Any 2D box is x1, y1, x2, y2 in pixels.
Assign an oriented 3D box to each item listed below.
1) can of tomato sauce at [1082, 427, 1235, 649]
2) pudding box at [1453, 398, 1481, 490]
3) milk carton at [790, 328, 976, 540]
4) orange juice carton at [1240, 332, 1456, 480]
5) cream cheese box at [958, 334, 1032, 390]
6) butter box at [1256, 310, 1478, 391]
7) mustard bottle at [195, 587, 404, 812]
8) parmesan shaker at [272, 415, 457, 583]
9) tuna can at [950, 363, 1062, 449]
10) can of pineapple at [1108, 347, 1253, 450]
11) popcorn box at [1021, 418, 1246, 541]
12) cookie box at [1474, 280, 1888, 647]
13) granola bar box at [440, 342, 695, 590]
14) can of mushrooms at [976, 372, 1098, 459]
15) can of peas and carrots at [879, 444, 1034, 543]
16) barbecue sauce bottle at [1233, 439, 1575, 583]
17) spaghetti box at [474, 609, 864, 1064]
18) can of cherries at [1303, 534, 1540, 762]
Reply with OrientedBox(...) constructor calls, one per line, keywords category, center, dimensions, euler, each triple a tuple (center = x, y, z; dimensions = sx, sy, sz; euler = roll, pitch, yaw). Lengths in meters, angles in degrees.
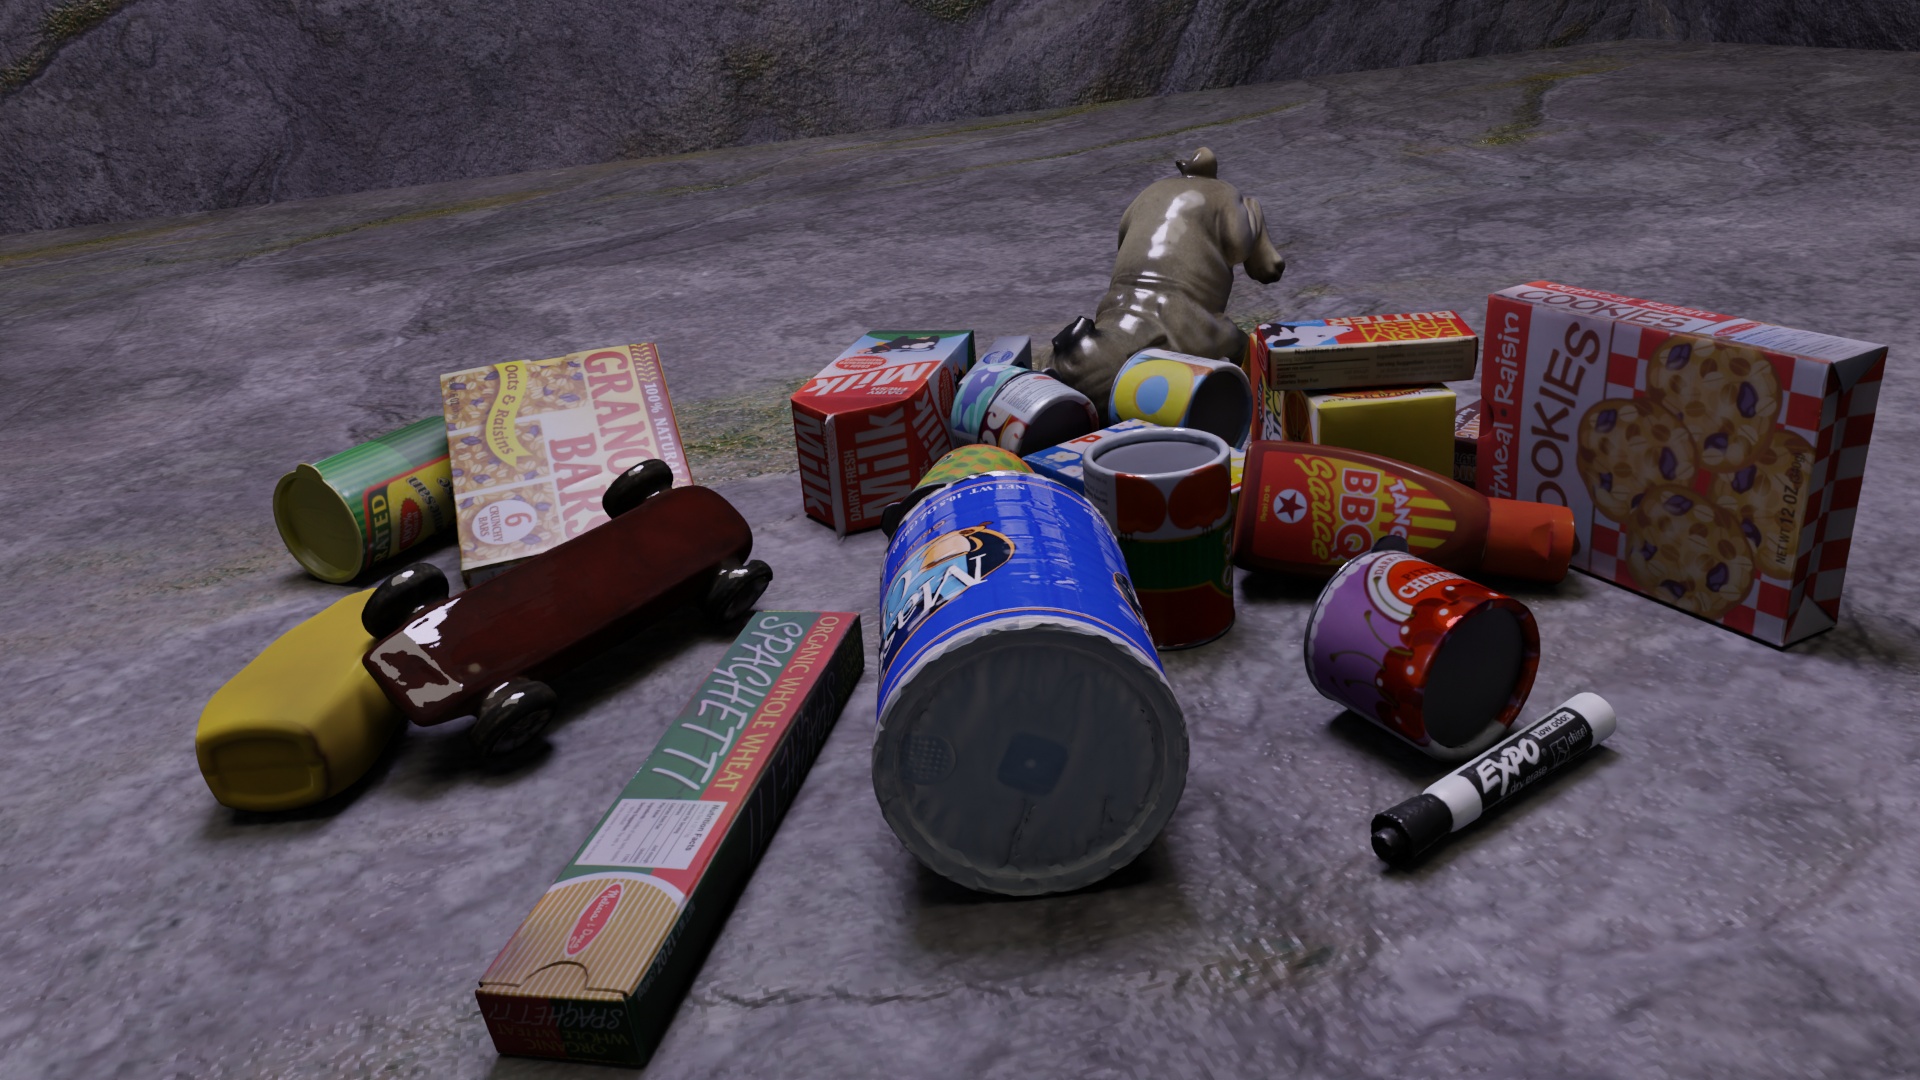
OrientedBox(category="can of tomato sauce", center=(0.092, -0.003, 0.631), dimensions=(0.071, 0.082, 0.071), euler=(-5, 23, 2))
OrientedBox(category="pudding box", center=(0.297, -0.055, 0.775), dimensions=(0.084, 0.030, 0.050), euler=(-23, 29, -35))
OrientedBox(category="milk carton", center=(-0.046, -0.068, 0.829), dimensions=(0.073, 0.072, 0.191), euler=(1, 24, 15))
OrientedBox(category="orange juice carton", center=(0.210, -0.073, 0.783), dimensions=(0.072, 0.072, 0.193), euler=(-5, 23, 1))
OrientedBox(category="cream cheese box", center=(0.026, -0.093, 0.895), dimensions=(0.024, 0.053, 0.104), euler=(-1, 23, 17))
OrientedBox(category="butter box", center=(0.207, -0.097, 0.712), dimensions=(0.103, 0.024, 0.053), euler=(-3, 23, 6))
OrientedBox(category="mustard bottle", center=(-0.270, 0.058, 0.611), dimensions=(0.065, 0.048, 0.161), euler=(-4, 22, 3))
OrientedBox(category="parmesan shaker", center=(-0.329, -0.028, 0.799), dimensions=(0.071, 0.071, 0.103), euler=(6, 25, 26))
OrientedBox(category="tuna can", center=(0.030, -0.074, 0.828), dimensions=(0.071, 0.070, 0.033), euler=(-22, 27, -34))
OrientedBox(category="can of pineapple", center=(0.130, -0.075, 0.818), dimensions=(0.071, 0.070, 0.058), euler=(-23, 29, -36))
OrientedBox(category="popcorn box", center=(0.103, -0.025, 0.738), dimensions=(0.085, 0.038, 0.127), euler=(-20, 27, -31))
OrientedBox(category="cookie box", center=(0.309, -0.041, 0.622), dimensions=(0.040, 0.122, 0.168), euler=(-15, 25, -24))
OrientedBox(category="granola bar box", center=(-0.215, -0.040, 0.767), dimensions=(0.124, 0.038, 0.166), euler=(-12, 46, -15))
OrientedBox(category="can of mushrooms", center=(0.045, -0.058, 0.793), dimensions=(0.071, 0.070, 0.033), euler=(-21, 38, -33))
OrientedBox(category="can of peas and carrots", center=(0.002, -0.009, 0.684), dimensions=(0.071, 0.070, 0.059), euler=(2, 23, 17))
OrientedBox(category="barbecue sauce bottle", center=(0.205, -0.008, 0.650), dimensions=(0.148, 0.065, 0.043), euler=(8, -4, 9))
OrientedBox(category="spaghetti box", center=(-0.092, 0.092, 0.517), dimensions=(0.050, 0.028, 0.251), euler=(0, 24, 13))
OrientedBox(category="can of cherries", center=(0.175, 0.040, 0.527), dimensions=(0.072, 0.071, 0.058), euler=(-16, 25, -24))
